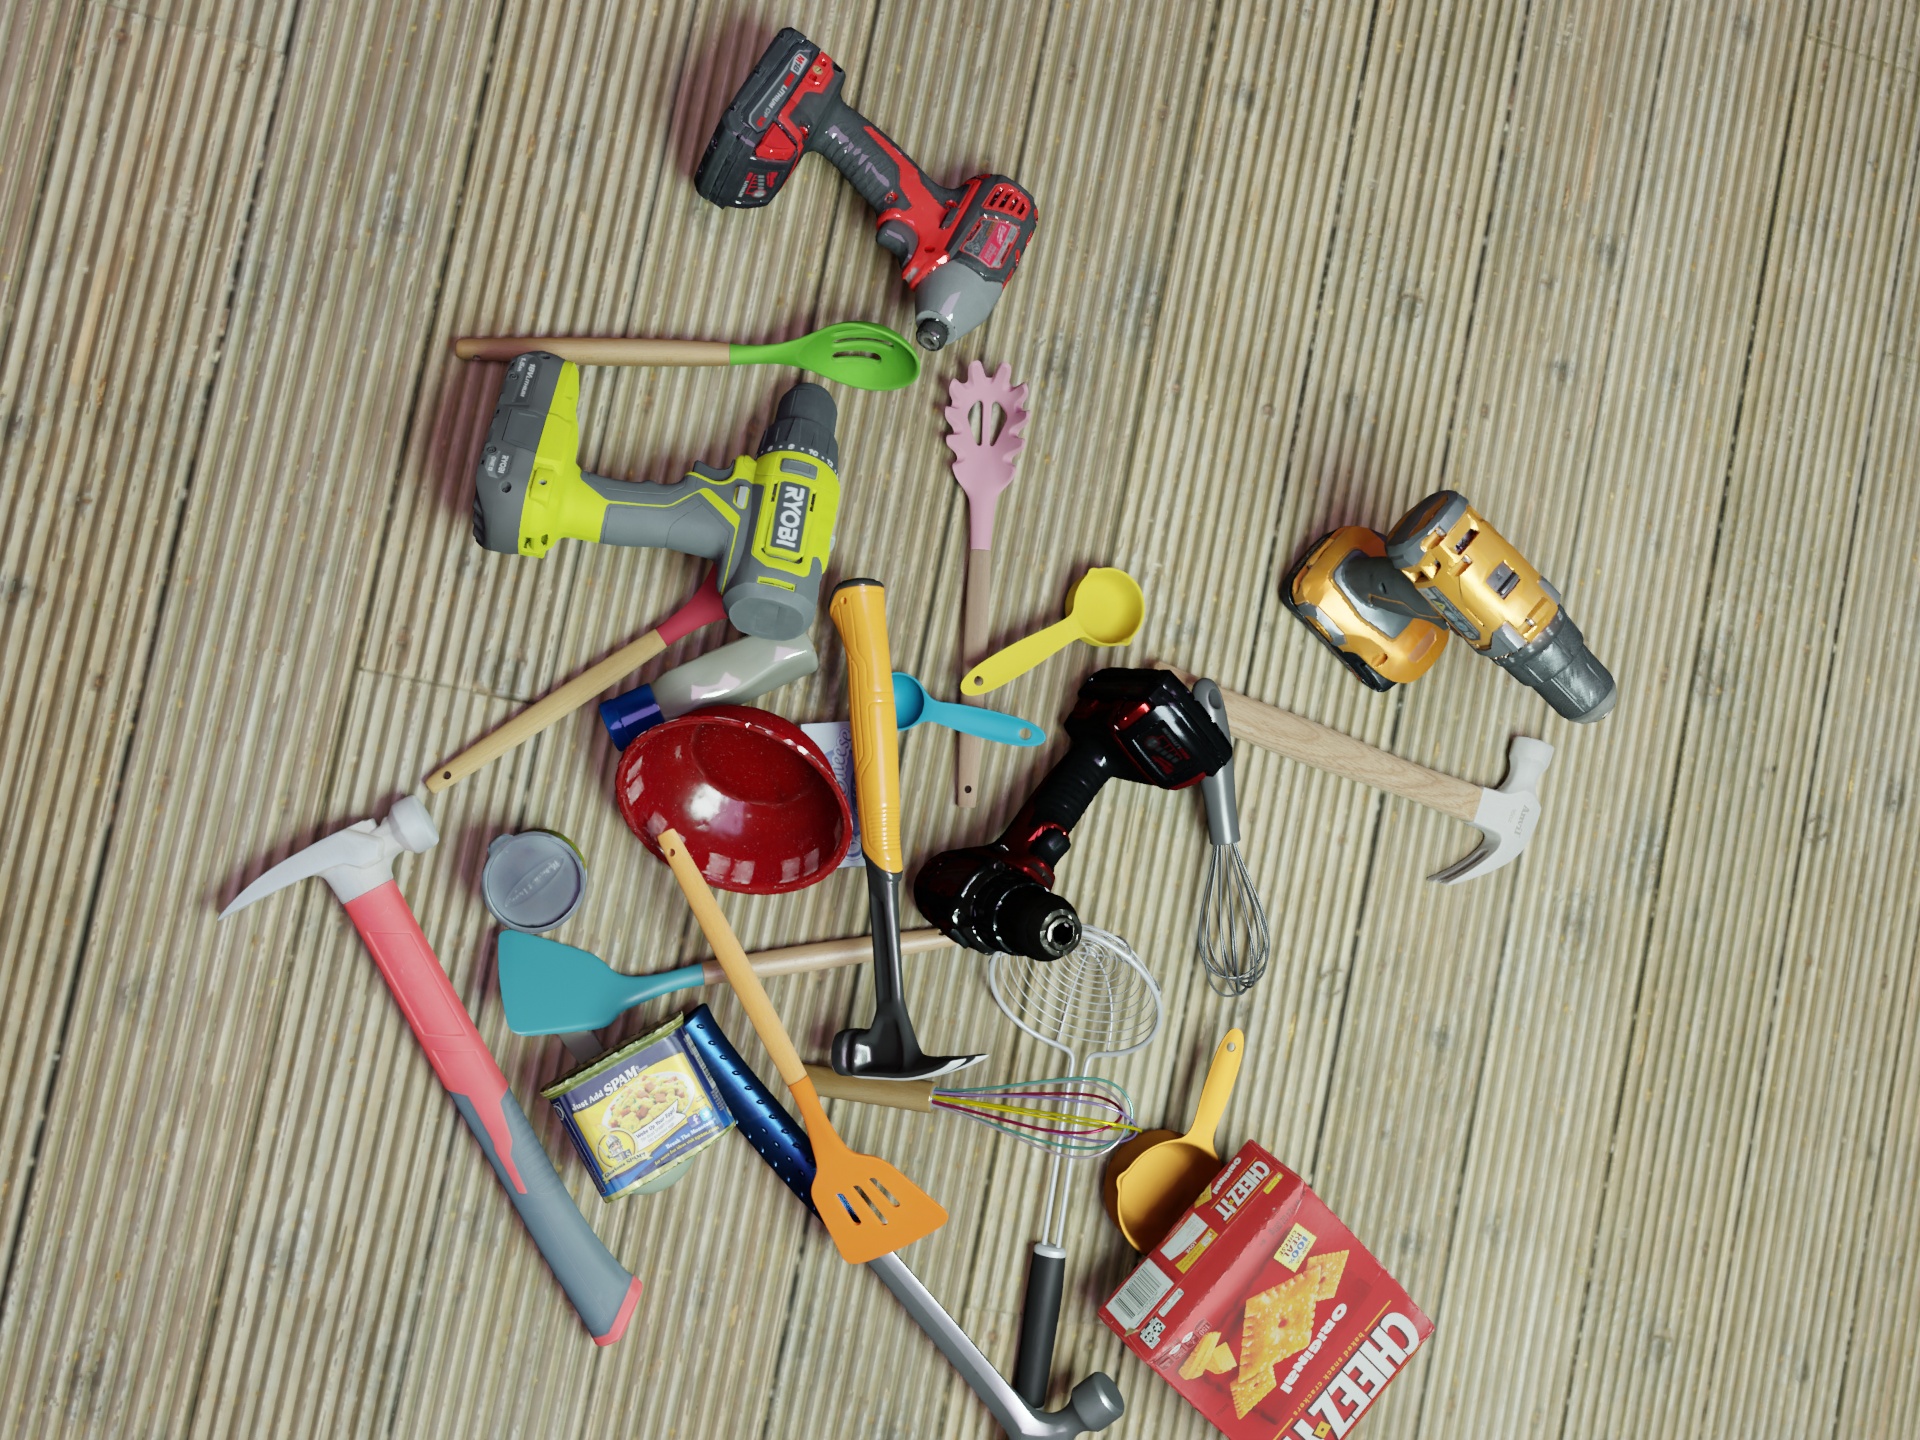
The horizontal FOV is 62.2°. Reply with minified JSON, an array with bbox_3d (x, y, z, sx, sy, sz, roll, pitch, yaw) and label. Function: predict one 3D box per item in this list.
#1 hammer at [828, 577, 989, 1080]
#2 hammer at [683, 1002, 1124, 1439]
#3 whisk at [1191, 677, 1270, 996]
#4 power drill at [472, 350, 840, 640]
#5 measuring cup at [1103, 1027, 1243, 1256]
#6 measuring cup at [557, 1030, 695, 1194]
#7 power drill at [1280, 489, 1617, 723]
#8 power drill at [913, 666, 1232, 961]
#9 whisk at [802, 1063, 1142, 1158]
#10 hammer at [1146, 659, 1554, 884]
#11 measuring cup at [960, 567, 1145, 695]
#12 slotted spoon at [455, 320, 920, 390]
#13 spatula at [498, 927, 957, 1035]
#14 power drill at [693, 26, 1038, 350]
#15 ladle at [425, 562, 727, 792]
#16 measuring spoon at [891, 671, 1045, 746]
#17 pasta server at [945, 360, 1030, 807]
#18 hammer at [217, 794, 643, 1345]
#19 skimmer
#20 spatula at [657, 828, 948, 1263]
[{"bbox_3d":[-0.050,0.069,1.064,0.034,0.127,0.337,1,81,-43],"label":"hammer"},{"bbox_3d":[-0.068,0.367,1.103,0.144,0.035,0.405,-39,94,9],"label":"hammer"},{"bbox_3d":[0.189,0.087,1.157,0.055,0.055,0.239,-10,97,-13],"label":"whisk"},{"bbox_3d":[-0.191,-0.165,1.057,0.228,0.080,0.191,13,61,-11],"label":"power drill"},{"bbox_3d":[0.163,0.303,1.159,0.095,0.052,0.174,23,83,-11],"label":"measuring cup"},{"bbox_3d":[-0.239,0.246,1.075,0.083,0.038,0.167,-33,98,-11],"label":"measuring cup"},{"bbox_3d":[0.340,-0.069,1.112,0.185,0.226,0.084,43,81,-9],"label":"power drill"},{"bbox_3d":[0.079,0.069,1.074,0.227,0.188,0.080,-46,108,-14],"label":"power drill"},{"bbox_3d":[0.002,0.258,1.083,0.245,0.047,0.051,5,101,14],"label":"whisk"},{"bbox_3d":[0.288,0.029,1.200,0.331,0.031,0.130,20,85,-11],"label":"hammer"},{"bbox_3d":[0.062,-0.058,1.145,0.156,0.029,0.062,-30,98,-16],"label":"measuring cup"},{"bbox_3d":[-0.184,-0.253,1.091,0.313,0.070,0.031,-1,65,-7],"label":"slotted spoon"},{"bbox_3d":[-0.151,0.166,1.092,0.317,0.044,0.082,-7,49,-16],"label":"spatula"},{"bbox_3d":[-0.062,-0.354,1.090,0.219,0.078,0.143,31,64,-13],"label":"power drill"},{"bbox_3d":[-0.228,-0.044,1.089,0.315,0.031,0.069,-35,94,-9],"label":"ladle"},{"bbox_3d":[-0.002,-0.004,1.127,0.128,0.021,0.042,14,98,3],"label":"measuring spoon"},{"bbox_3d":[0.013,-0.095,1.137,0.060,0.040,0.316,3,90,0],"label":"pasta server"},{"bbox_3d":[-0.334,0.251,1.055,0.143,0.038,0.386,-28,95,-10],"label":"hammer"},{"bbox_3d":[0.063,0.319,1.117,0.127,0.090,0.363,8,90,19],"label":"skimmer"},{"bbox_3d":[-0.118,0.215,1.058,0.081,0.041,0.322,-28,89,12],"label":"spatula"}]
